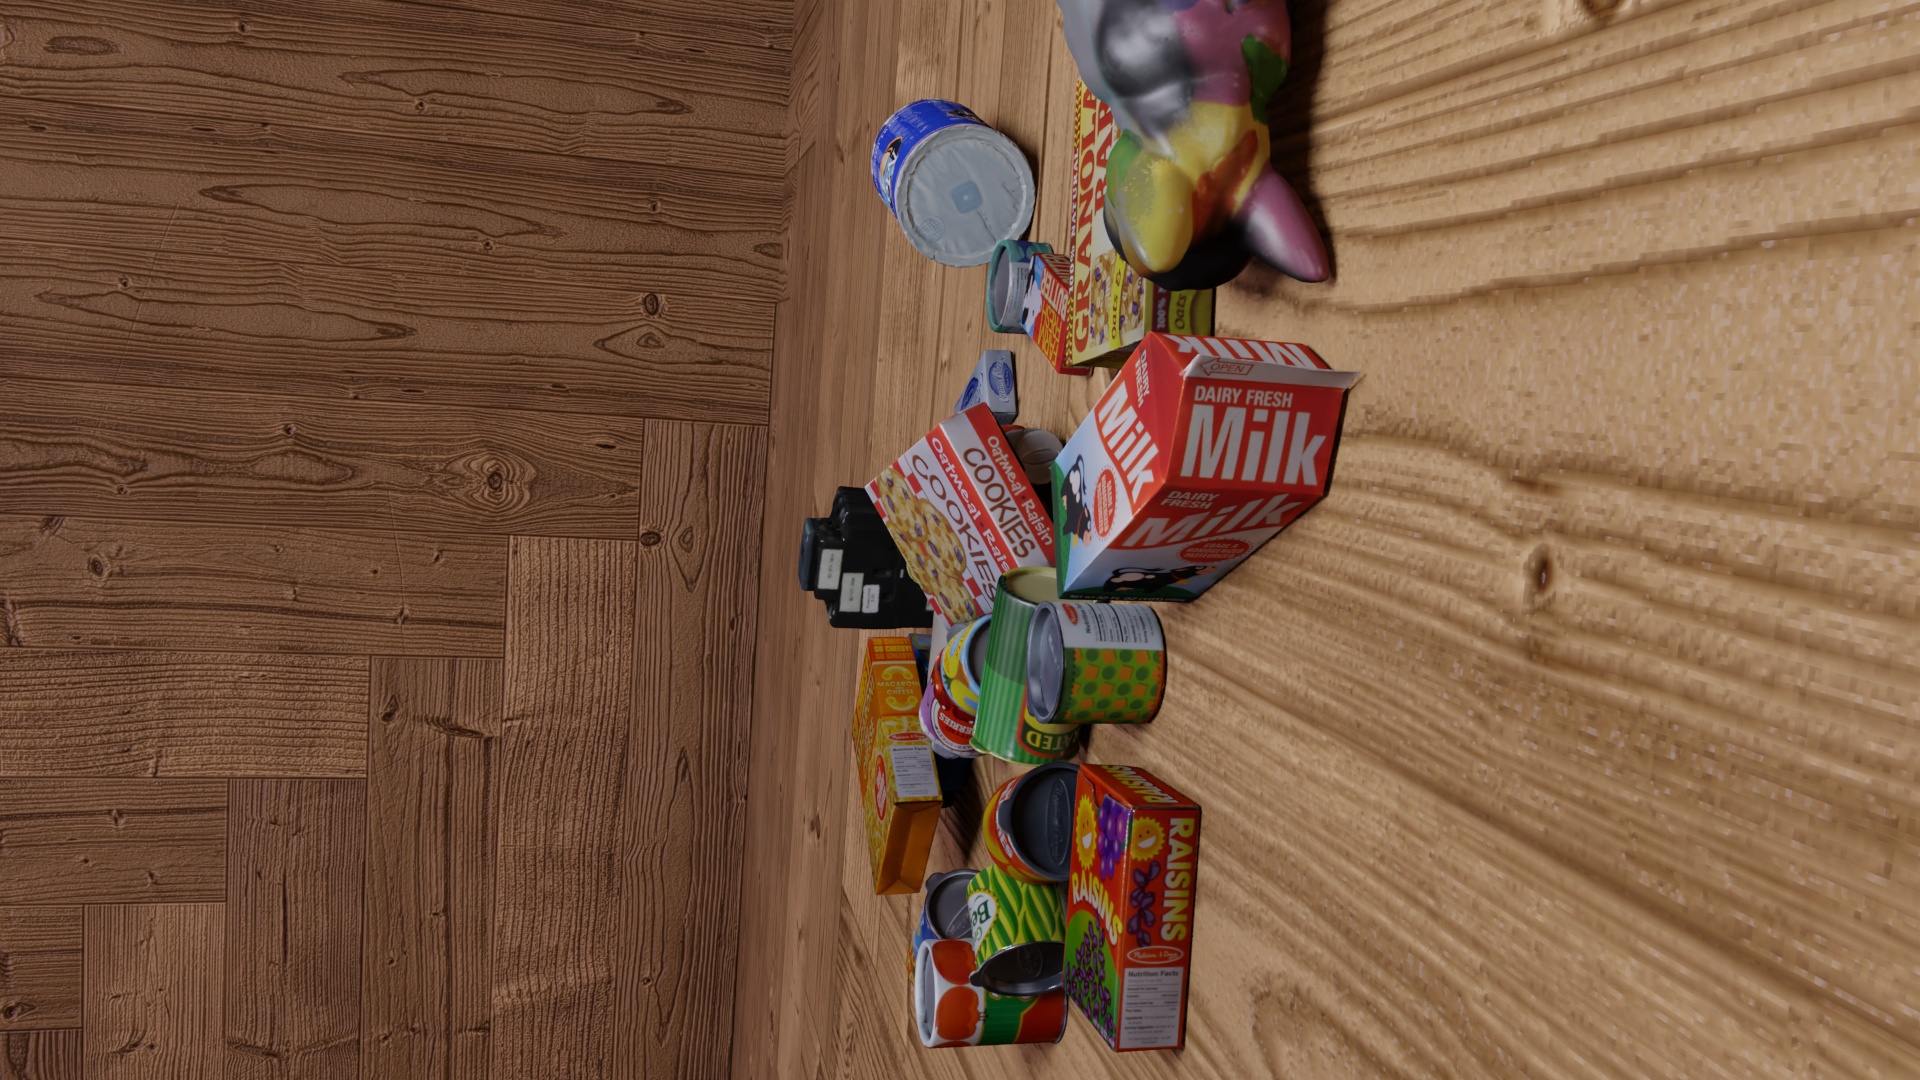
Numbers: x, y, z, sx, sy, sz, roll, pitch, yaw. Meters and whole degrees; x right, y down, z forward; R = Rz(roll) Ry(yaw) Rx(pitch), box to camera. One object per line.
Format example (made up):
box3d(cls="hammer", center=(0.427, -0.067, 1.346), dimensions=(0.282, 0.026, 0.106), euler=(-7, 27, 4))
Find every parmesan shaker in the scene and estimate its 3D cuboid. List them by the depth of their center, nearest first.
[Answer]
box3d(cls="parmesan shaker", center=(0.045, 0.075, 0.834), dimensions=(0.071, 0.071, 0.102), euler=(-119, 35, -65))

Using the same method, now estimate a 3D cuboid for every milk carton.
box3d(cls="milk carton", center=(0.101, -0.035, 0.620), dimensions=(0.189, 0.072, 0.073), euler=(125, 146, -65))

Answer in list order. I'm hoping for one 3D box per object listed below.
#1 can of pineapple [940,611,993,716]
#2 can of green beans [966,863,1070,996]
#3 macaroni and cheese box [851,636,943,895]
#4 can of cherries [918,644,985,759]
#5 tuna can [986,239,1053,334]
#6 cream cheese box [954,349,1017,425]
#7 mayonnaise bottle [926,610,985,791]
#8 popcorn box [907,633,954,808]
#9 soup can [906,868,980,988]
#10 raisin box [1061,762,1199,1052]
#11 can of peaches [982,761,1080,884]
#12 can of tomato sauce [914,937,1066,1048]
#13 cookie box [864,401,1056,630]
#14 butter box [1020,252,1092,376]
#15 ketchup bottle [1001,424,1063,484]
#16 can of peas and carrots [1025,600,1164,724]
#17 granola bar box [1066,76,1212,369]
box3d(cls="can of pineapple", center=(0.024, 0.082, 0.924), dimensions=(0.057, 0.071, 0.071), euler=(138, 133, -70))
box3d(cls="can of green beans", center=(0.039, 0.232, 0.836), dimensions=(0.058, 0.071, 0.070), euler=(-101, 19, -44))
box3d(cls="macaroni and cheese box", center=(-0.053, 0.179, 1.115), dimensions=(0.167, 0.040, 0.123), euler=(-103, 19, -45))
box3d(cls="can of cherries", center=(0.008, 0.113, 0.987), dimensions=(0.058, 0.071, 0.072), euler=(108, 159, -45))
box3d(cls="tuna can", center=(0.041, -0.179, 0.981), dimensions=(0.071, 0.033, 0.071), euler=(-176, 89, -76))
box3d(cls="cream cheese box", center=(0.019, -0.101, 1.077), dimensions=(0.103, 0.024, 0.053), euler=(124, 144, -66))
box3d(cls="mayonnaise bottle", center=(-0.006, 0.124, 1.100), dimensions=(0.065, 0.041, 0.147), euler=(-126, 39, -69))
box3d(cls="popcorn box", center=(-0.026, 0.153, 1.183), dimensions=(0.085, 0.038, 0.126), euler=(-124, 39, -70))
box3d(cls="soup can", center=(-0.002, 0.282, 0.989), dimensions=(0.083, 0.071, 0.072), euler=(106, 161, -45))
box3d(cls="raisin box", center=(0.085, 0.185, 0.714), dimensions=(0.086, 0.040, 0.123), euler=(-162, 76, -77))
box3d(cls="can of peaches", center=(0.048, 0.164, 0.802), dimensions=(0.058, 0.071, 0.071), euler=(129, 142, -69))
box3d(cls="can of tomato sauce", center=(0.018, 0.283, 0.876), dimensions=(0.071, 0.083, 0.071), euler=(-176, 88, -76))
box3d(cls="cookie box", center=(0.003, -0.012, 0.943), dimensions=(0.123, 0.040, 0.167), euler=(61, 156, 1))
box3d(cls="butter box", center=(0.065, -0.147, 0.896), dimensions=(0.104, 0.024, 0.053), euler=(-113, 28, -62))
box3d(cls="ketchup bottle", center=(0.025, -0.059, 0.972), dimensions=(0.149, 0.065, 0.043), euler=(-171, 72, -68))
box3d(cls="can of peas and carrots", center=(0.071, 0.068, 0.752), dimensions=(0.071, 0.059, 0.071), euler=(-176, 88, -77))
box3d(cls="granola bar box", center=(0.096, -0.181, 0.743), dimensions=(0.124, 0.039, 0.165), euler=(180, 93, -76))
